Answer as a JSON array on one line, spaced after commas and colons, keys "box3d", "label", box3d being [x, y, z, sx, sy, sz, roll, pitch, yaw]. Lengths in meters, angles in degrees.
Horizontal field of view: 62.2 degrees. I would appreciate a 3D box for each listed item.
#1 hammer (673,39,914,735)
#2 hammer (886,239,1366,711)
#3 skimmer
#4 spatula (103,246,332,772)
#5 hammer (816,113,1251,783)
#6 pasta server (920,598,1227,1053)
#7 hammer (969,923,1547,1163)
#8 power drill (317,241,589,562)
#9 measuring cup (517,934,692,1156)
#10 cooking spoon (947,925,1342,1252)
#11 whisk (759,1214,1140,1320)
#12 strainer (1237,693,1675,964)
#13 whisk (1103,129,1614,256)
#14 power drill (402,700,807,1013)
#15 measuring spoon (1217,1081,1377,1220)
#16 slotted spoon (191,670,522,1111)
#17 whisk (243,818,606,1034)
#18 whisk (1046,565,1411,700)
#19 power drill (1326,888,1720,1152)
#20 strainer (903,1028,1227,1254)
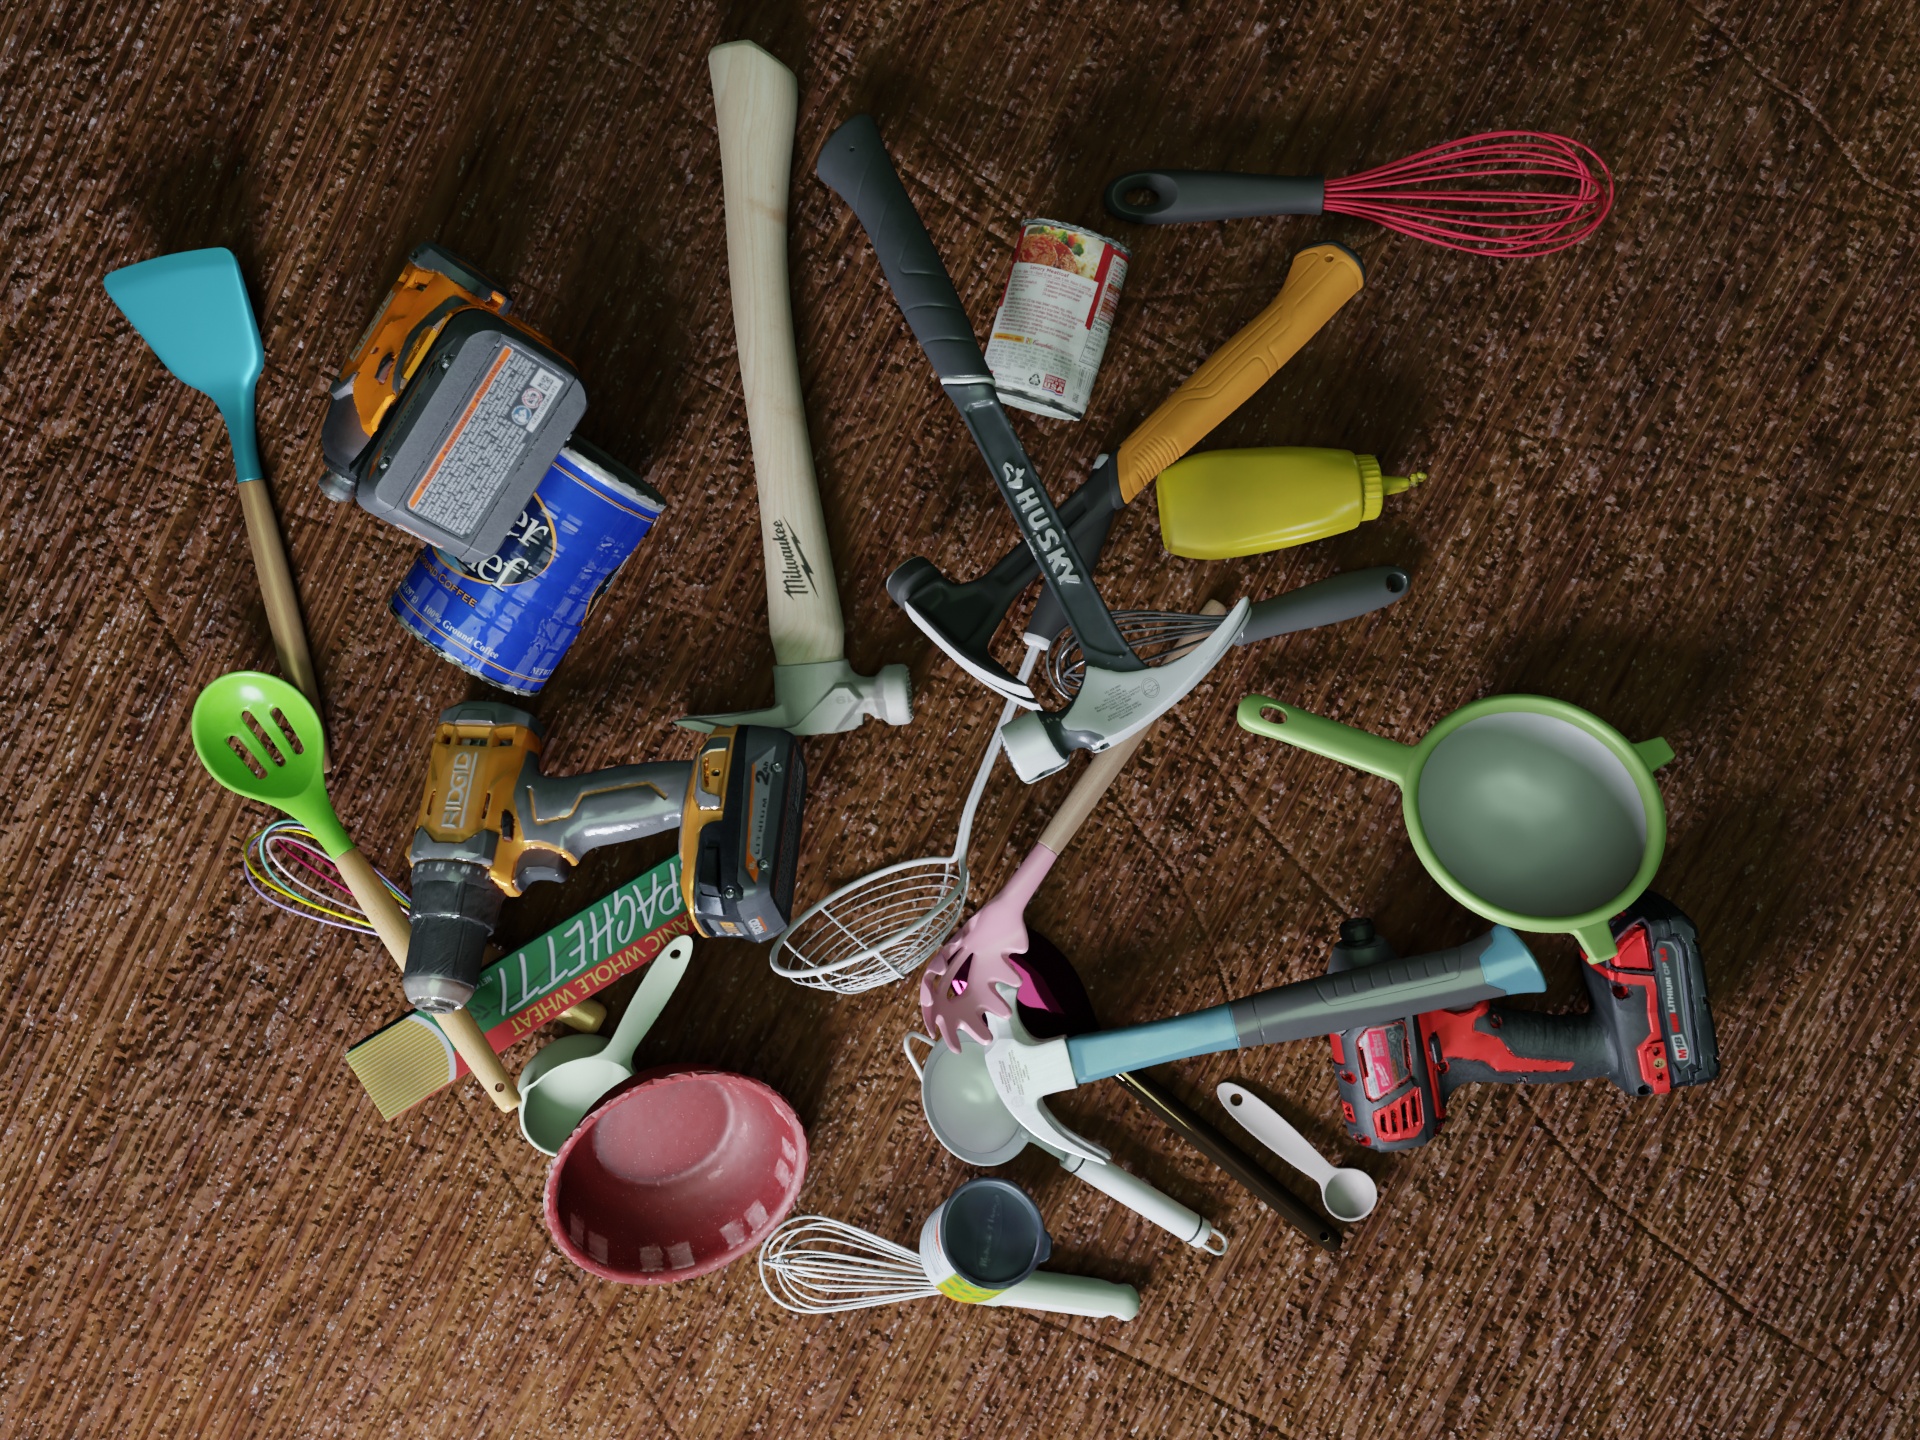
[{"box3d": [-0.122, -0.194, 0.962, 0.146, 0.038, 0.410, -6, 95, 2], "label": "hammer"}, {"box3d": [0.115, -0.154, 0.927, 0.337, 0.034, 0.127, -44, 57, -4], "label": "hammer"}, {"box3d": [-0.002, -0.003, 0.953, 0.090, 0.127, 0.363, 24, 88, -20], "label": "skimmer"}, {"box3d": [-0.432, -0.120, 0.968, 0.082, 0.044, 0.317, -11, 97, 4], "label": "spatula"}, {"box3d": [0.017, -0.175, 0.888, 0.149, 0.036, 0.409, -27, 73, 6], "label": "hammer"}, {"box3d": [0.072, 0.057, 0.959, 0.060, 0.040, 0.316, 40, 82, -31], "label": "pasta server"}, {"box3d": [0.177, 0.177, 0.950, 0.331, 0.033, 0.128, -15, 83, 9], "label": "hammer"}, {"box3d": [-0.297, -0.169, 0.883, 0.084, 0.227, 0.164, 30, 97, -36], "label": "power drill"}, {"box3d": [-0.215, 0.194, 0.988, 0.083, 0.038, 0.167, 27, 100, -31], "label": "measuring cup"}, {"box3d": [0.120, 0.237, 1.013, 0.319, 0.017, 0.069, 39, 90, -4], "label": "cooking spoon"}, {"box3d": [-0.006, 0.358, 1.015, 0.246, 0.057, 0.059, 9, 66, -5], "label": "whisk"}, {"box3d": [0.289, 0.046, 0.971, 0.256, 0.069, 0.151, 20, 67, 14], "label": "strainer"}, {"box3d": [0.233, -0.310, 0.939, 0.296, 0.073, 0.073, 2, 96, 6], "label": "whisk"}, {"box3d": [-0.214, 0.083, 0.933, 0.226, 0.084, 0.185, 2, 66, 6], "label": "power drill"}, {"box3d": [0.214, 0.273, 1.022, 0.124, 0.018, 0.034, 40, 95, 3], "label": "measuring spoon"}, {"box3d": [-0.355, 0.103, 0.951, 0.070, 0.031, 0.314, -35, 83, -15], "label": "slotted spoon"}, {"box3d": [-0.332, 0.129, 0.997, 0.245, 0.047, 0.051, 29, 94, -7], "label": "whisk"}, {"box3d": [0.164, -0.059, 0.953, 0.239, 0.055, 0.055, -15, 96, -14], "label": "whisk"}, {"box3d": [0.336, 0.176, 0.980, 0.219, 0.078, 0.143, -12, 95, 4], "label": "power drill"}, {"box3d": [0.063, 0.274, 1.007, 0.258, 0.050, 0.087, 33, 51, -8], "label": "strainer"}]
